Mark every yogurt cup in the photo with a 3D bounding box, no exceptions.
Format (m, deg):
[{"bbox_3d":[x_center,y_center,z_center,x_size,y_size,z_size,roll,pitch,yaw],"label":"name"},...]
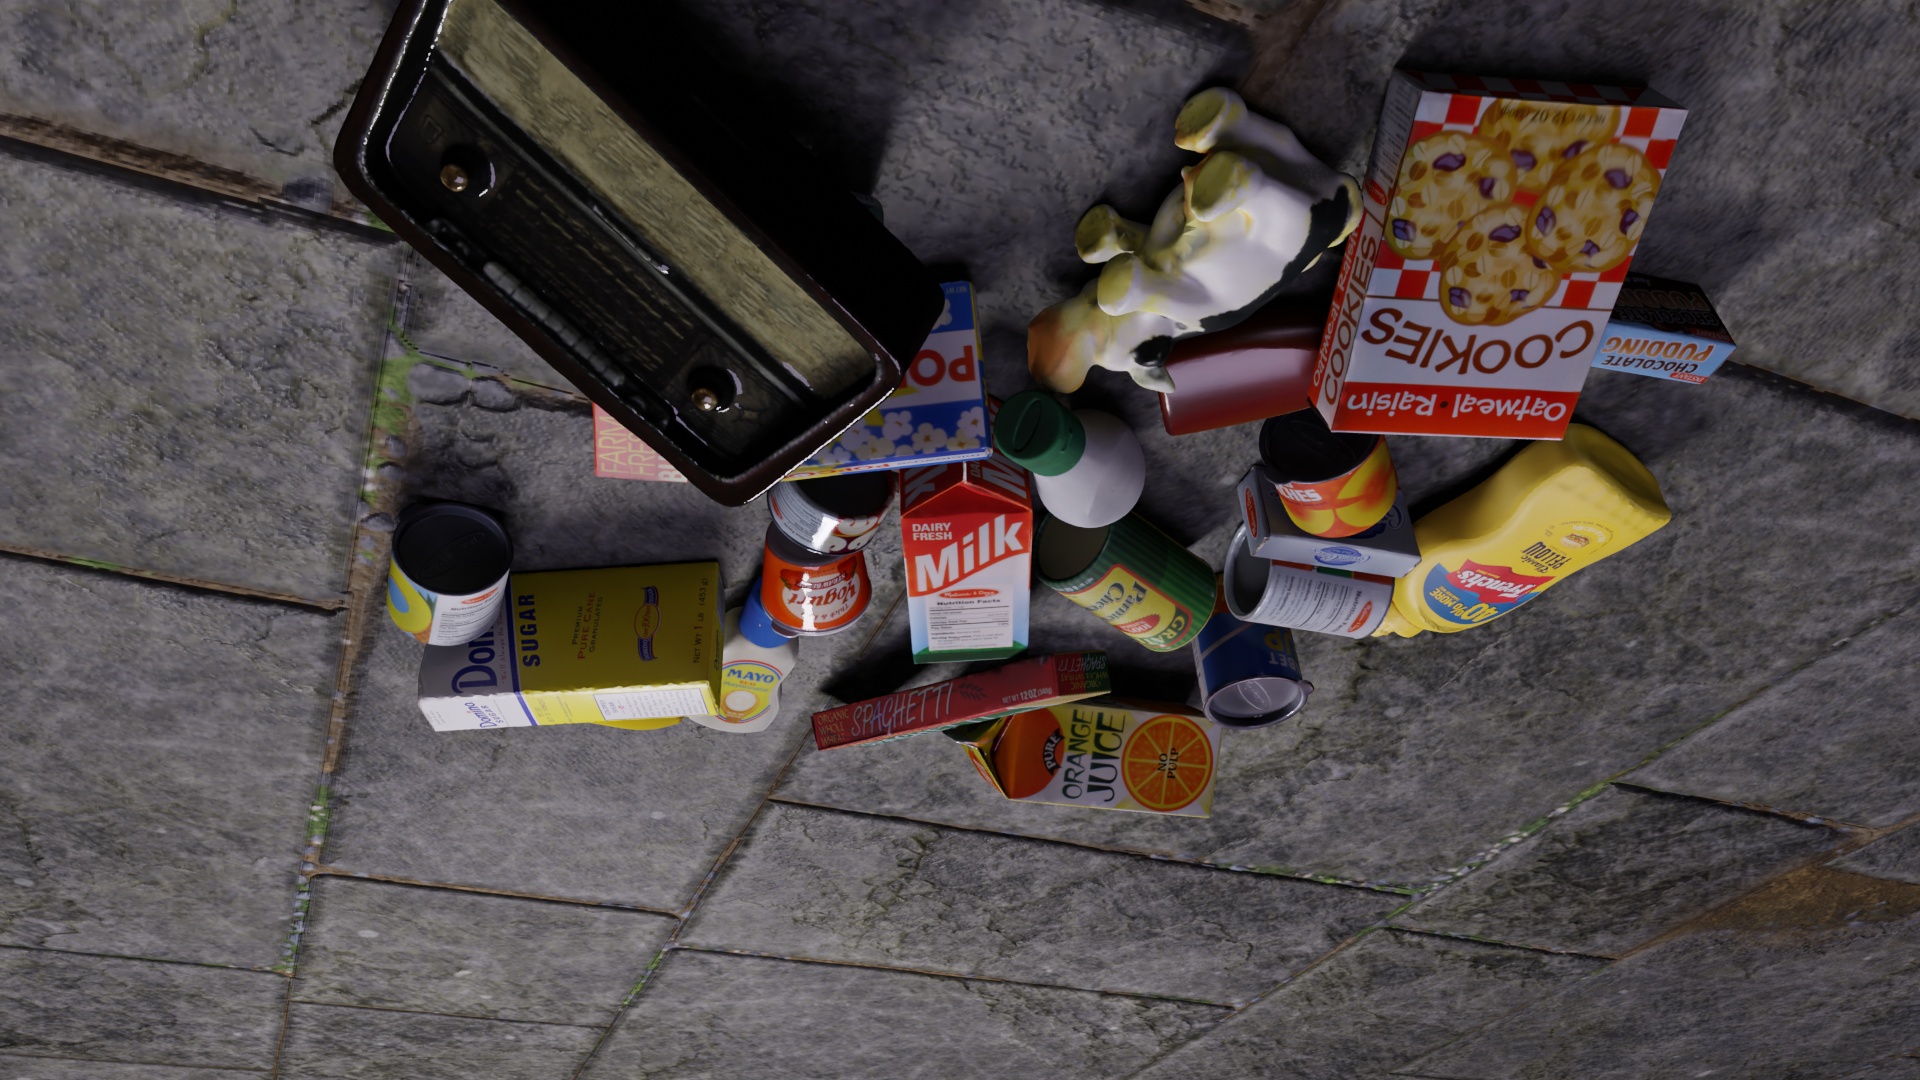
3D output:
[{"bbox_3d":[-0.087,0.015,0.831,0.072,0.073,0.053,-1,134,-3],"label":"yogurt cup"}]

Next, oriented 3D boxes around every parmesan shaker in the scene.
[{"bbox_3d":[0.098,0.019,0.849,0.071,0.071,0.103,-32,134,32],"label":"parmesan shaker"}]

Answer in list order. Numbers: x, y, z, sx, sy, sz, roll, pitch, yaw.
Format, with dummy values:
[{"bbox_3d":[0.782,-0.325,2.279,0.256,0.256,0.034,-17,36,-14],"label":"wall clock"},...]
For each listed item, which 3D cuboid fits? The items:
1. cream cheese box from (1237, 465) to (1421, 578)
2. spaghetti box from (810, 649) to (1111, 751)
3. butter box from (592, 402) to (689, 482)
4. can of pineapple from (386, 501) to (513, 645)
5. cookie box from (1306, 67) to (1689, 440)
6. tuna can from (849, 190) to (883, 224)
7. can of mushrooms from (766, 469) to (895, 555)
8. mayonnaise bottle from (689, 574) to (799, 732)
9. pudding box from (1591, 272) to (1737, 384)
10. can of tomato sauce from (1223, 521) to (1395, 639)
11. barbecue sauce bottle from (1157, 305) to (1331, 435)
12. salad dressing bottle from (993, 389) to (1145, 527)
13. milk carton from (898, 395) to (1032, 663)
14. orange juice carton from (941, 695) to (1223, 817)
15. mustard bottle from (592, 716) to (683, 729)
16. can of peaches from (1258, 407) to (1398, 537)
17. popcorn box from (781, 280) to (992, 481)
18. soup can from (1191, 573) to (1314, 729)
[{"bbox_3d":[0.220,-0.011,0.829,0.104,0.053,0.024,8,143,-15],"label":"cream cheese box"},{"bbox_3d":[-0.008,0.109,0.924,0.050,0.029,0.249,2,165,-43],"label":"spaghetti box"},{"bbox_3d":[-0.169,-0.072,0.742,0.053,0.024,0.103,4,142,-10],"label":"butter box"},{"bbox_3d":[-0.302,0.019,0.818,0.071,0.071,0.057,12,140,-19],"label":"can of pineapple"},{"bbox_3d":[0.245,-0.129,0.651,0.123,0.040,0.166,2,124,-7],"label":"cookie box"},{"bbox_3d":[-0.061,-0.127,0.641,0.033,0.071,0.070,11,140,-19],"label":"tuna can"},{"bbox_3d":[-0.070,-0.028,0.775,0.071,0.071,0.033,12,139,-19],"label":"can of mushrooms"},{"bbox_3d":[-0.139,0.076,0.923,0.065,0.041,0.147,12,140,-16],"label":"mayonnaise bottle"},{"bbox_3d":[0.346,-0.111,0.712,0.084,0.050,0.030,7,140,-14],"label":"pudding box"},{"bbox_3d":[0.215,0.022,0.864,0.083,0.071,0.070,9,141,-15],"label":"can of tomato sauce"},{"bbox_3d":[0.176,-0.095,0.725,0.148,0.044,0.064,-10,142,8],"label":"barbecue sauce bottle"},{"bbox_3d":[0.059,-0.045,0.732,0.044,0.064,0.147,23,180,23],"label":"salad dressing bottle"},{"bbox_3d":[0.003,-0.010,0.798,0.073,0.073,0.189,-3,144,-1],"label":"milk carton"},{"bbox_3d":[0.081,0.147,0.987,0.193,0.073,0.072,8,180,-14],"label":"orange juice carton"},{"bbox_3d":[-0.259,0.085,0.909,0.160,0.065,0.048,6,146,-6],"label":"mustard bottle"},{"bbox_3d":[0.204,-0.042,0.775,0.071,0.071,0.058,-18,141,18],"label":"can of peaches"},{"bbox_3d":[-0.051,-0.078,0.691,0.127,0.085,0.038,-6,175,4],"label":"popcorn box"},{"bbox_3d":[0.188,0.071,0.908,0.071,0.084,0.071,-2,143,-2],"label":"soup can"}]
